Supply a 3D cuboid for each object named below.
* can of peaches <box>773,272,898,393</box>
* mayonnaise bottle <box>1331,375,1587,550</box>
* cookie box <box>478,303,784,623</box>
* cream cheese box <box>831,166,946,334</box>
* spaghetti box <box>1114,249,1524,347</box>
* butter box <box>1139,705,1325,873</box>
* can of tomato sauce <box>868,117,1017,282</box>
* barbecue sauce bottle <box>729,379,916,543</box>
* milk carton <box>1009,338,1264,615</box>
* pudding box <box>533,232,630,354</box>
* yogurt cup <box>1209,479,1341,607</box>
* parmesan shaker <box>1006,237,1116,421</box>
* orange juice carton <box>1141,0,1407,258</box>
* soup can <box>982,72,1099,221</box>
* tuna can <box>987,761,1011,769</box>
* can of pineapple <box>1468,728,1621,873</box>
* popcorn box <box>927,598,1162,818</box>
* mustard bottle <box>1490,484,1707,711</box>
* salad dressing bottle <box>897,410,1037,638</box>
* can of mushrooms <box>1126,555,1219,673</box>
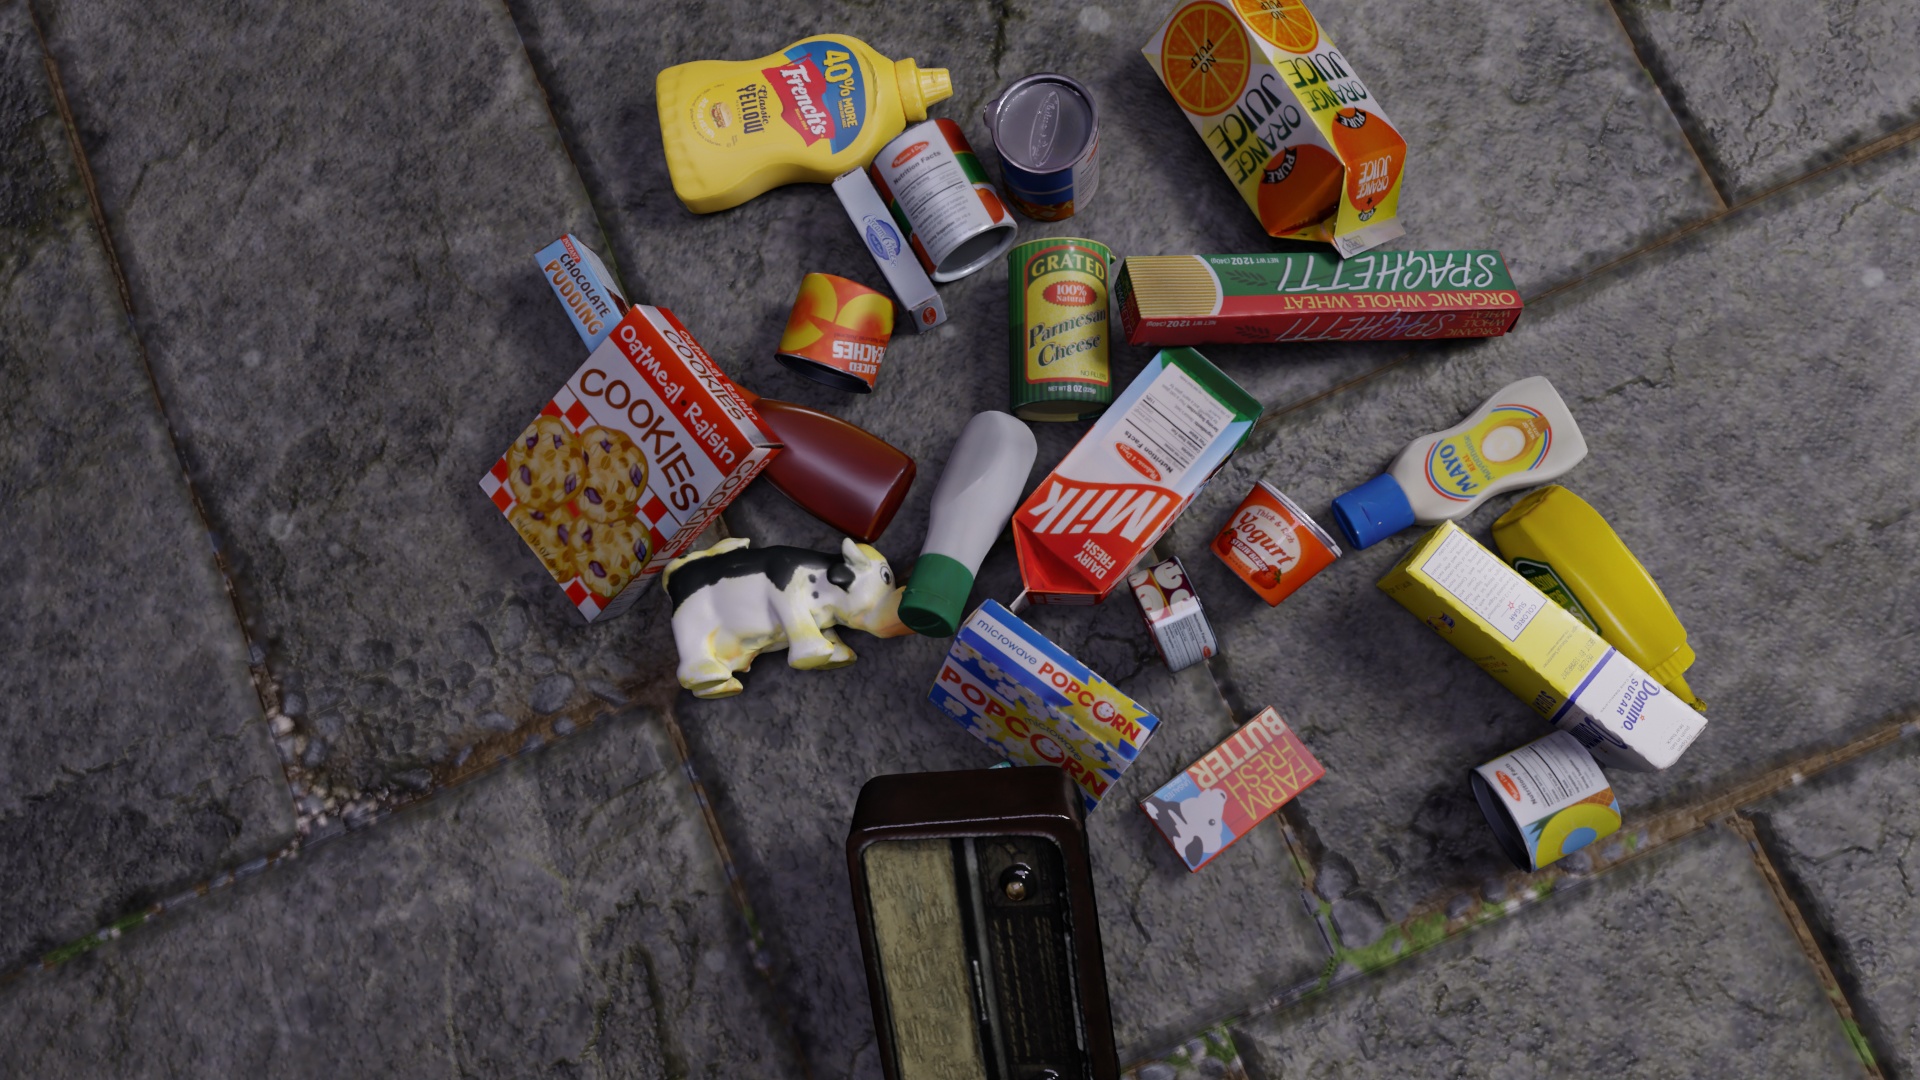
[{"bbox_3d":[-0.077,-0.133,0.892,0.071,0.071,0.058,18,84,8],"label":"can of peaches"},{"bbox_3d":[0.303,-0.042,0.854,0.148,0.041,0.065,-27,82,1],"label":"mayonnaise bottle"},{"bbox_3d":[-0.211,-0.049,0.884,0.167,0.040,0.123,-44,79,17],"label":"cookie box"},{"bbox_3d":[-0.046,-0.187,0.904,0.024,0.053,0.104,-30,80,-1],"label":"cream cheese box"},{"bbox_3d":[0.220,-0.148,0.845,0.250,0.028,0.050,-3,60,-11],"label":"spaghetti box"},{"bbox_3d":[0.165,0.151,0.848,0.103,0.024,0.053,-37,79,0],"label":"butter box"},{"bbox_3d":[-0.010,-0.219,0.900,0.071,0.071,0.083,-30,81,1],"label":"can of tomato sauce"},{"bbox_3d":[-0.106,-0.059,0.897,0.148,0.043,0.065,30,86,10],"label":"barbecue sauce bottle"},{"bbox_3d":[0.095,-0.026,0.857,0.073,0.072,0.190,41,87,10],"label":"milk carton"},{"bbox_3d":[-0.243,-0.158,0.922,0.030,0.049,0.084,-33,80,2],"label":"pudding box"},{"bbox_3d":[0.190,0.004,0.848,0.072,0.072,0.054,44,97,10],"label":"yogurt cup"},{"bbox_3d":[0.066,-0.132,0.879,0.071,0.071,0.103,-2,82,6],"label":"parmesan shaker"},{"bbox_3d":[0.205,-0.261,0.867,0.072,0.072,0.193,-24,78,-38],"label":"orange juice carton"},{"bbox_3d":[0.053,-0.250,0.888,0.071,0.083,0.071,-1,82,6],"label":"soup can"},{"bbox_3d":[0.007,0.161,0.839,0.071,0.071,0.033,-26,80,2],"label":"tuna can"},{"bbox_3d":[0.340,0.152,0.811,0.058,0.071,0.071,-26,80,2],"label":"can of pineapple"},{"bbox_3d":[0.047,0.101,0.834,0.127,0.084,0.038,36,54,9],"label":"popcorn box"},{"bbox_3d":[0.386,0.041,0.823,0.049,0.065,0.160,-38,84,-4],"label":"mustard bottle"},{"bbox_3d":[0.003,-0.011,0.849,0.044,0.064,0.148,39,56,-25],"label":"salad dressing bottle"},{"bbox_3d":[0.129,0.044,0.848,0.033,0.071,0.071,-25,80,3],"label":"can of mushrooms"}]
